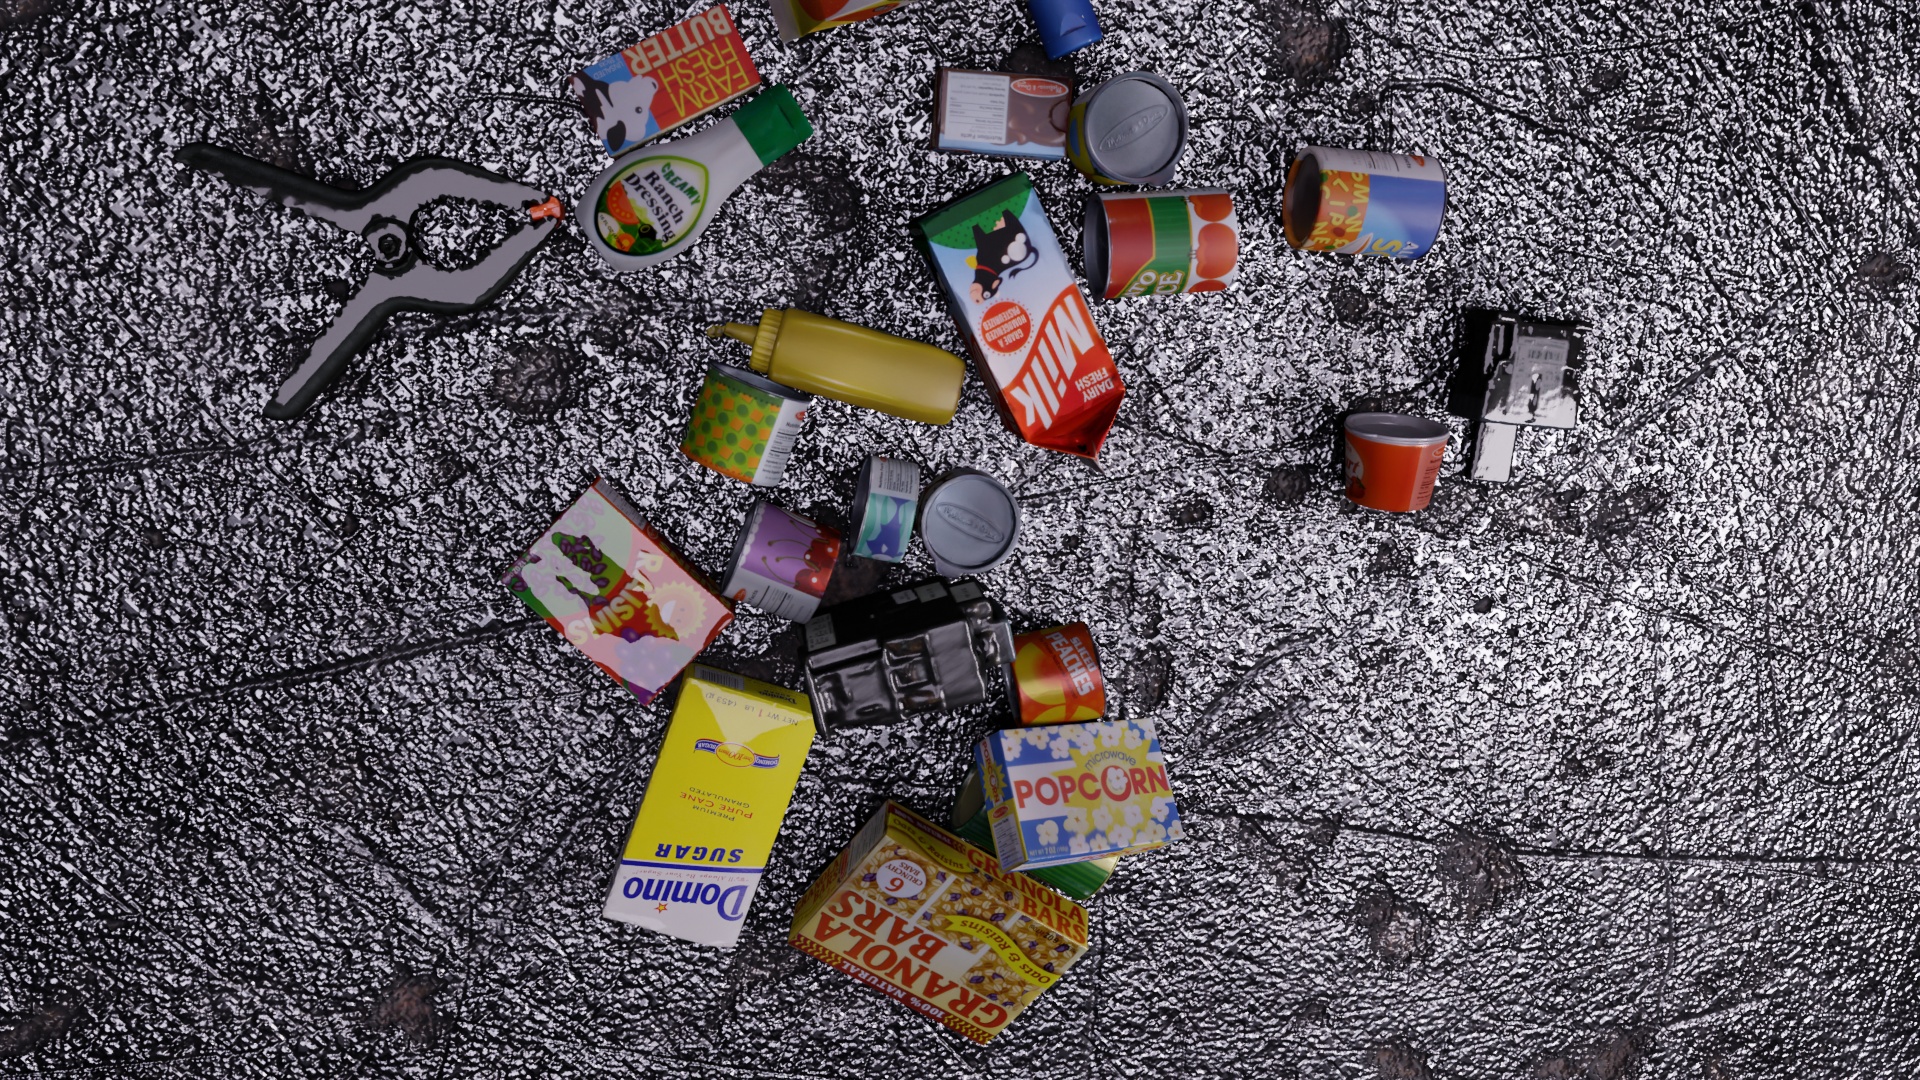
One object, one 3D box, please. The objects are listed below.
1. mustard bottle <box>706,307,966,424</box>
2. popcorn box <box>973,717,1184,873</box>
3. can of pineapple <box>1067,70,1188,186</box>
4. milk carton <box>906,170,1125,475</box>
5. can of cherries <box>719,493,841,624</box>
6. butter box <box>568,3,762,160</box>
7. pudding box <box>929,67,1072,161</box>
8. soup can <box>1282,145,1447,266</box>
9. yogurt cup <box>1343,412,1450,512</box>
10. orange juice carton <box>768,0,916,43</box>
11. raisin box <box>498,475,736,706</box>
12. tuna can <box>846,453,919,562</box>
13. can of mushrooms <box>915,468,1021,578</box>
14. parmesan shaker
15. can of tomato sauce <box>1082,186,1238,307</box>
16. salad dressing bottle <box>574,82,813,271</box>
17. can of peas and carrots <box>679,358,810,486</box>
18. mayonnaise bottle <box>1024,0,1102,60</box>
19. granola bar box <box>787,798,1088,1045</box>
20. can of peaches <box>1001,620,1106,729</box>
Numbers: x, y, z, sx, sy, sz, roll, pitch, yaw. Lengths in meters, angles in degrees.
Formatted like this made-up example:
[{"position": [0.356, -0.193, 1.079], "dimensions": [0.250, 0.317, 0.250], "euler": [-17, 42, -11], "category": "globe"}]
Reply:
[{"position": [-0.078, -0.113, 0.863], "dimensions": [0.160, 0.065, 0.049], "euler": [15, 87, -8], "category": "mustard bottle"}, {"position": [0.077, 0.164, 0.906], "dimensions": [0.127, 0.038, 0.085], "euler": [0, 65, -31], "category": "popcorn box"}, {"position": [0.102, -0.253, 0.864], "dimensions": [0.071, 0.058, 0.070], "euler": [-2, 102, -8], "category": "can of pineapple"}, {"position": [0.043, -0.129, 0.874], "dimensions": [0.073, 0.072, 0.190], "euler": [-27, 105, -2], "category": "milk carton"}, {"position": [-0.113, 0.011, 0.883], "dimensions": [0.058, 0.071, 0.071], "euler": [21, 98, -12], "category": "can of cherries"}, {"position": [-0.176, -0.275, 0.834], "dimensions": [0.103, 0.024, 0.053], "euler": [-27, 105, -2], "category": "butter box"}, {"position": [0.025, -0.264, 0.864], "dimensions": [0.084, 0.030, 0.049], "euler": [1, 101, -9], "category": "pudding box"}, {"position": [0.258, -0.214, 0.893], "dimensions": [0.084, 0.071, 0.071], "euler": [3, 102, -9], "category": "soup can"}, {"position": [0.290, -0.053, 0.933], "dimensions": [0.072, 0.072, 0.053], "euler": [-1, 110, -8], "category": "yogurt cup"}, {"position": [-0.030, -0.351, 0.798], "dimensions": [0.192, 0.073, 0.071], "euler": [-13, 106, 19], "category": "orange juice carton"}, {"position": [-0.216, 0.033, 0.885], "dimensions": [0.086, 0.040, 0.123], "euler": [-45, 103, 2], "category": "raisin box"}, {"position": [-0.050, -0.018, 0.887], "dimensions": [0.033, 0.071, 0.071], "euler": [11, 100, -11], "category": "tuna can"}, {"position": [0.003, -0.011, 0.912], "dimensions": [0.071, 0.033, 0.071], "euler": [-2, 102, -9], "category": "can of mushrooms"}, {"position": [0.052, 0.190, 0.948], "dimensions": [0.103, 0.071, 0.071], "euler": [31, 96, -13], "category": "parmesan shaker"}, {"position": [0.125, -0.186, 0.877], "dimensions": [0.083, 0.071, 0.071], "euler": [-5, 103, -8], "category": "can of tomato sauce"}, {"position": [-0.159, -0.221, 0.838], "dimensions": [0.148, 0.044, 0.064], "euler": [-34, 109, -1], "category": "salad dressing bottle"}, {"position": [-0.136, -0.073, 0.862], "dimensions": [0.071, 0.071, 0.058], "euler": [20, 99, -12], "category": "can of peas and carrots"}, {"position": [0.043, -0.369, 0.839], "dimensions": [0.065, 0.041, 0.147], "euler": [-23, 104, 3], "category": "mayonnaise bottle"}, {"position": [-0.015, 0.263, 0.943], "dimensions": [0.165, 0.039, 0.123], "euler": [32, 117, -14], "category": "granola bar box"}, {"position": [0.061, 0.090, 0.923], "dimensions": [0.058, 0.071, 0.071], "euler": [-11, 103, -5], "category": "can of peaches"}]
